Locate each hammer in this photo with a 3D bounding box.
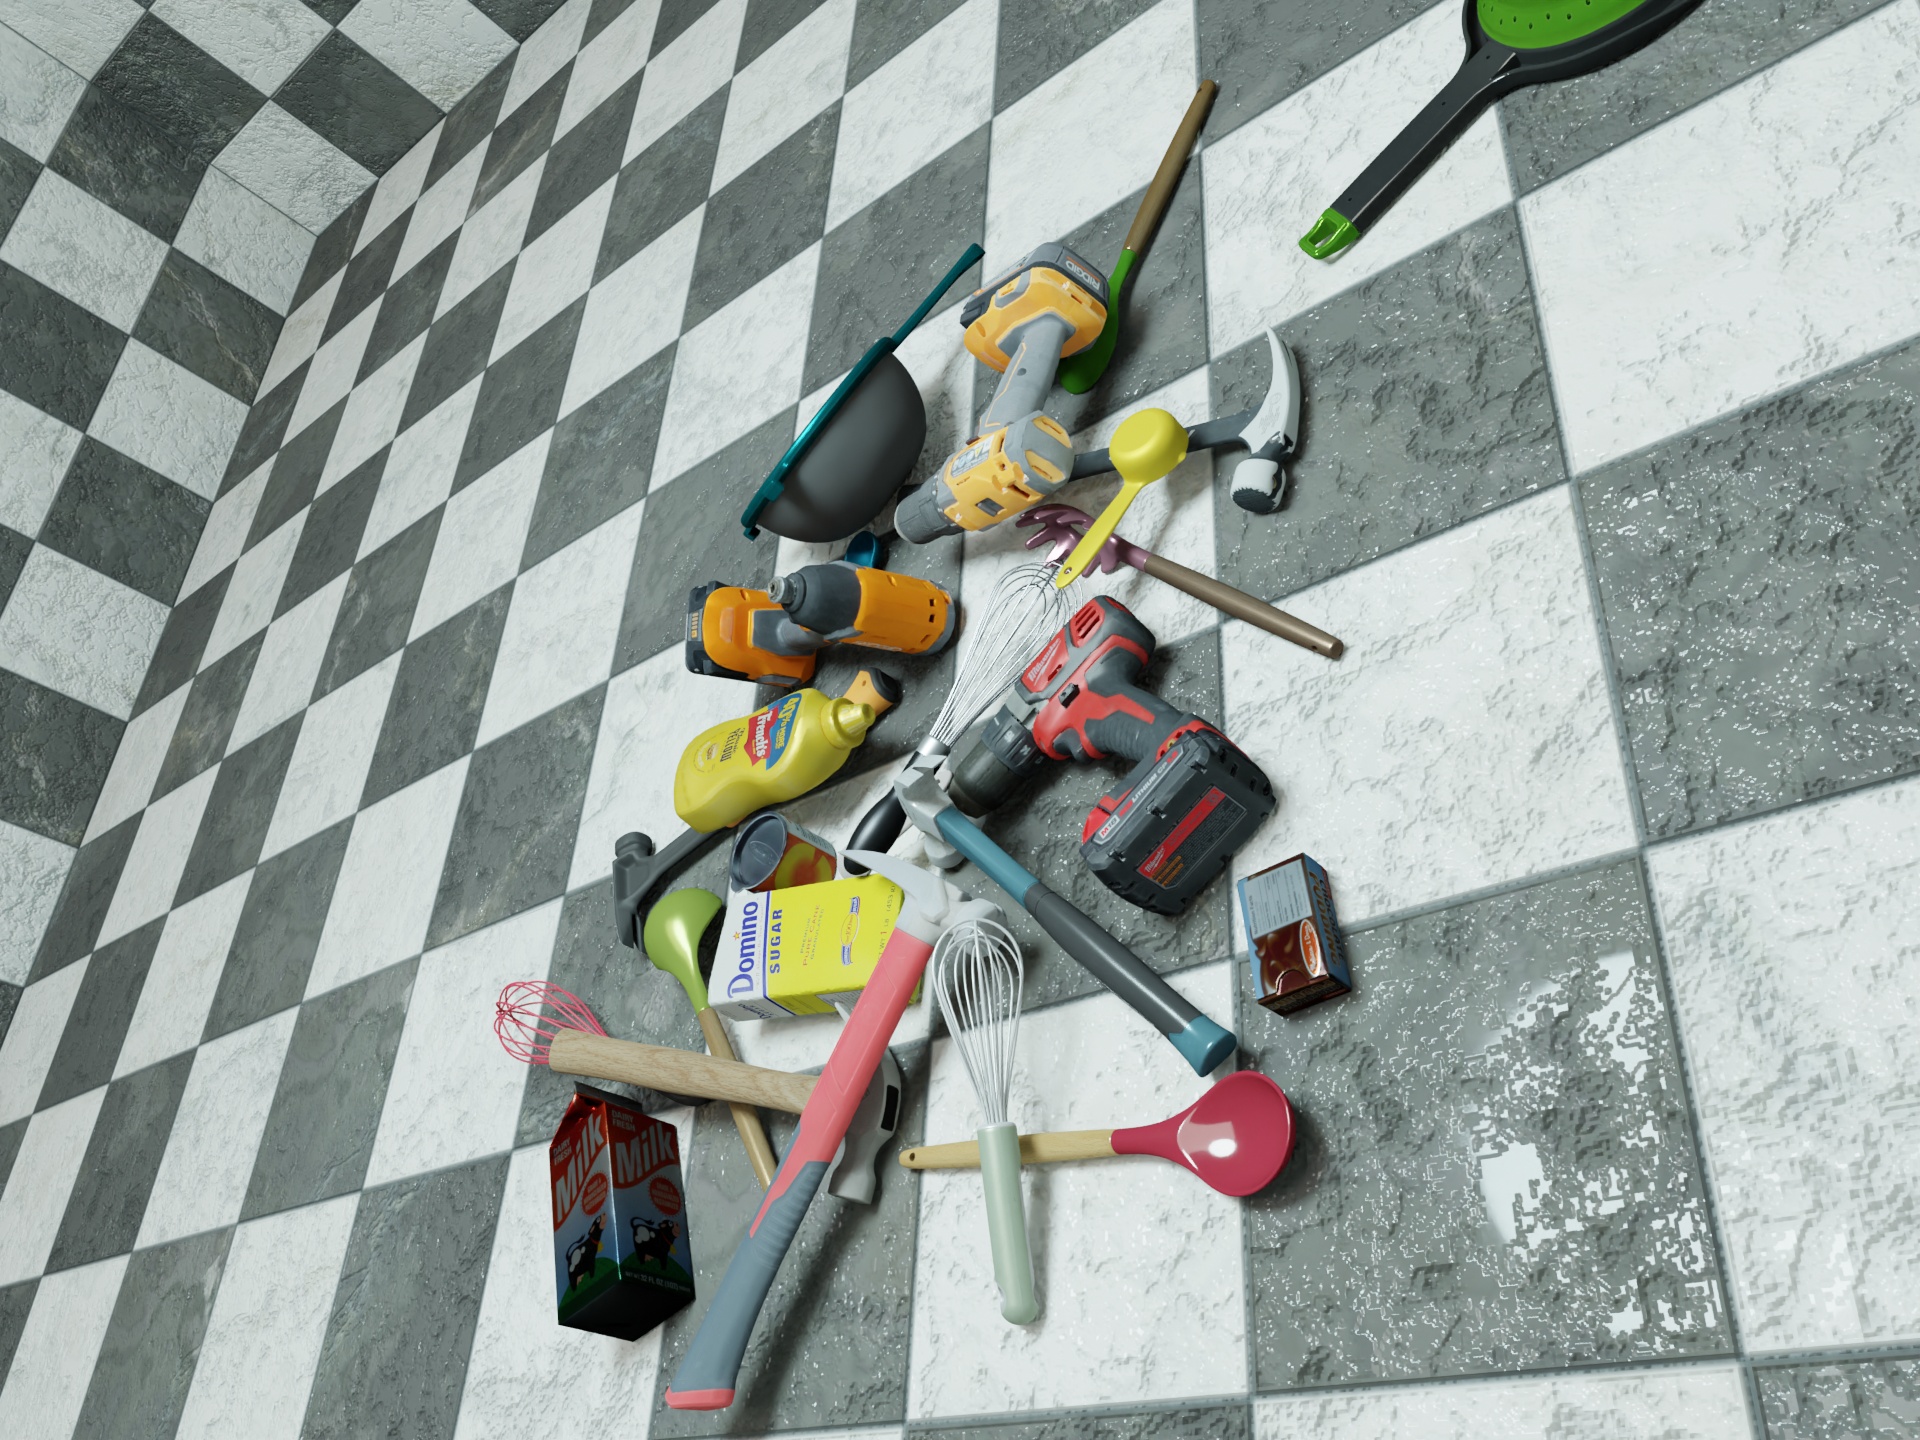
[{"bbox_3d":[-0.180,0.068,1.367,0.337,0.034,0.127,-38,41,22],"label":"hammer"},{"bbox_3d":[0.094,-0.207,1.266,0.409,0.036,0.149,-5,60,45],"label":"hammer"},{"bbox_3d":[-0.108,0.276,1.079,0.143,0.038,0.386,21,82,40],"label":"hammer"},{"bbox_3d":[-0.184,0.264,1.184,0.331,0.031,0.130,1,66,34],"label":"hammer"},{"bbox_3d":[0.058,0.124,1.033,0.033,0.128,0.331,-38,44,-14],"label":"hammer"}]

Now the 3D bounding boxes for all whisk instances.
[{"bbox_3d":[-0.305,0.276,1.341,0.296,0.073,0.073,8,70,42],"label":"whisk"},{"bbox_3d":[0.022,0.243,0.983,0.057,0.059,0.246,113,151,-70],"label":"whisk"},{"bbox_3d":[-0.002,-0.004,1.187,0.070,0.070,0.284,25,77,51],"label":"whisk"}]

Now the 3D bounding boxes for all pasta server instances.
[{"bbox_3d":[0.148,-0.098,1.131,0.040,0.060,0.316,-40,40,-14],"label":"pasta server"}]

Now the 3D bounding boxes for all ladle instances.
[{"bbox_3d":[0.075,0.260,0.970,0.315,0.031,0.069,-18,57,41],"label":"ladle"},{"bbox_3d":[-0.182,0.253,1.246,0.078,0.062,0.321,-44,47,13],"label":"ladle"}]

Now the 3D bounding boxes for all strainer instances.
[{"bbox_3d":[-0.058,-0.279,1.428,0.340,0.095,0.211,-52,7,-12],"label":"strainer"}]

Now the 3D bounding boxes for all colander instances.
[{"bbox_3d":[0.374,-0.501,1.123,0.397,0.094,0.205,-45,40,14],"label":"colander"}]

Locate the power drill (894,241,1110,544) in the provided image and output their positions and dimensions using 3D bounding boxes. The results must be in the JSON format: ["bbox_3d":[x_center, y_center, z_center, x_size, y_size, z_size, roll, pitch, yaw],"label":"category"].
[{"bbox_3d":[0.028,-0.251,1.280,0.185,0.084,0.226,-21,48,50],"label":"power drill"}]

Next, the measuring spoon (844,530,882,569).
[{"bbox_3d":[-0.070,-0.114,1.396,0.042,0.021,0.129,-45,48,29],"label":"measuring spoon"}]

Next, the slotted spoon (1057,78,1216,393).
[{"bbox_3d":[0.153,-0.419,1.358,0.070,0.031,0.314,7,68,54],"label":"slotted spoon"}]

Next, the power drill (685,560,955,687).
[{"bbox_3d":[-0.137,-0.084,1.320,0.226,0.164,0.084,-8,78,47],"label":"power drill"}]

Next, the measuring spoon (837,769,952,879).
[{"bbox_3d":[-0.054,0.079,1.237,0.124,0.018,0.034,-44,40,15],"label":"measuring spoon"}]

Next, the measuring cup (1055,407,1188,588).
[{"bbox_3d":[0.108,-0.163,1.150,0.062,0.029,0.156,19,69,50],"label":"measuring cup"}]

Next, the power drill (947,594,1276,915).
[{"bbox_3d":[0.088,0.034,1.075,0.188,0.080,0.227,-49,36,10],"label":"power drill"}]
